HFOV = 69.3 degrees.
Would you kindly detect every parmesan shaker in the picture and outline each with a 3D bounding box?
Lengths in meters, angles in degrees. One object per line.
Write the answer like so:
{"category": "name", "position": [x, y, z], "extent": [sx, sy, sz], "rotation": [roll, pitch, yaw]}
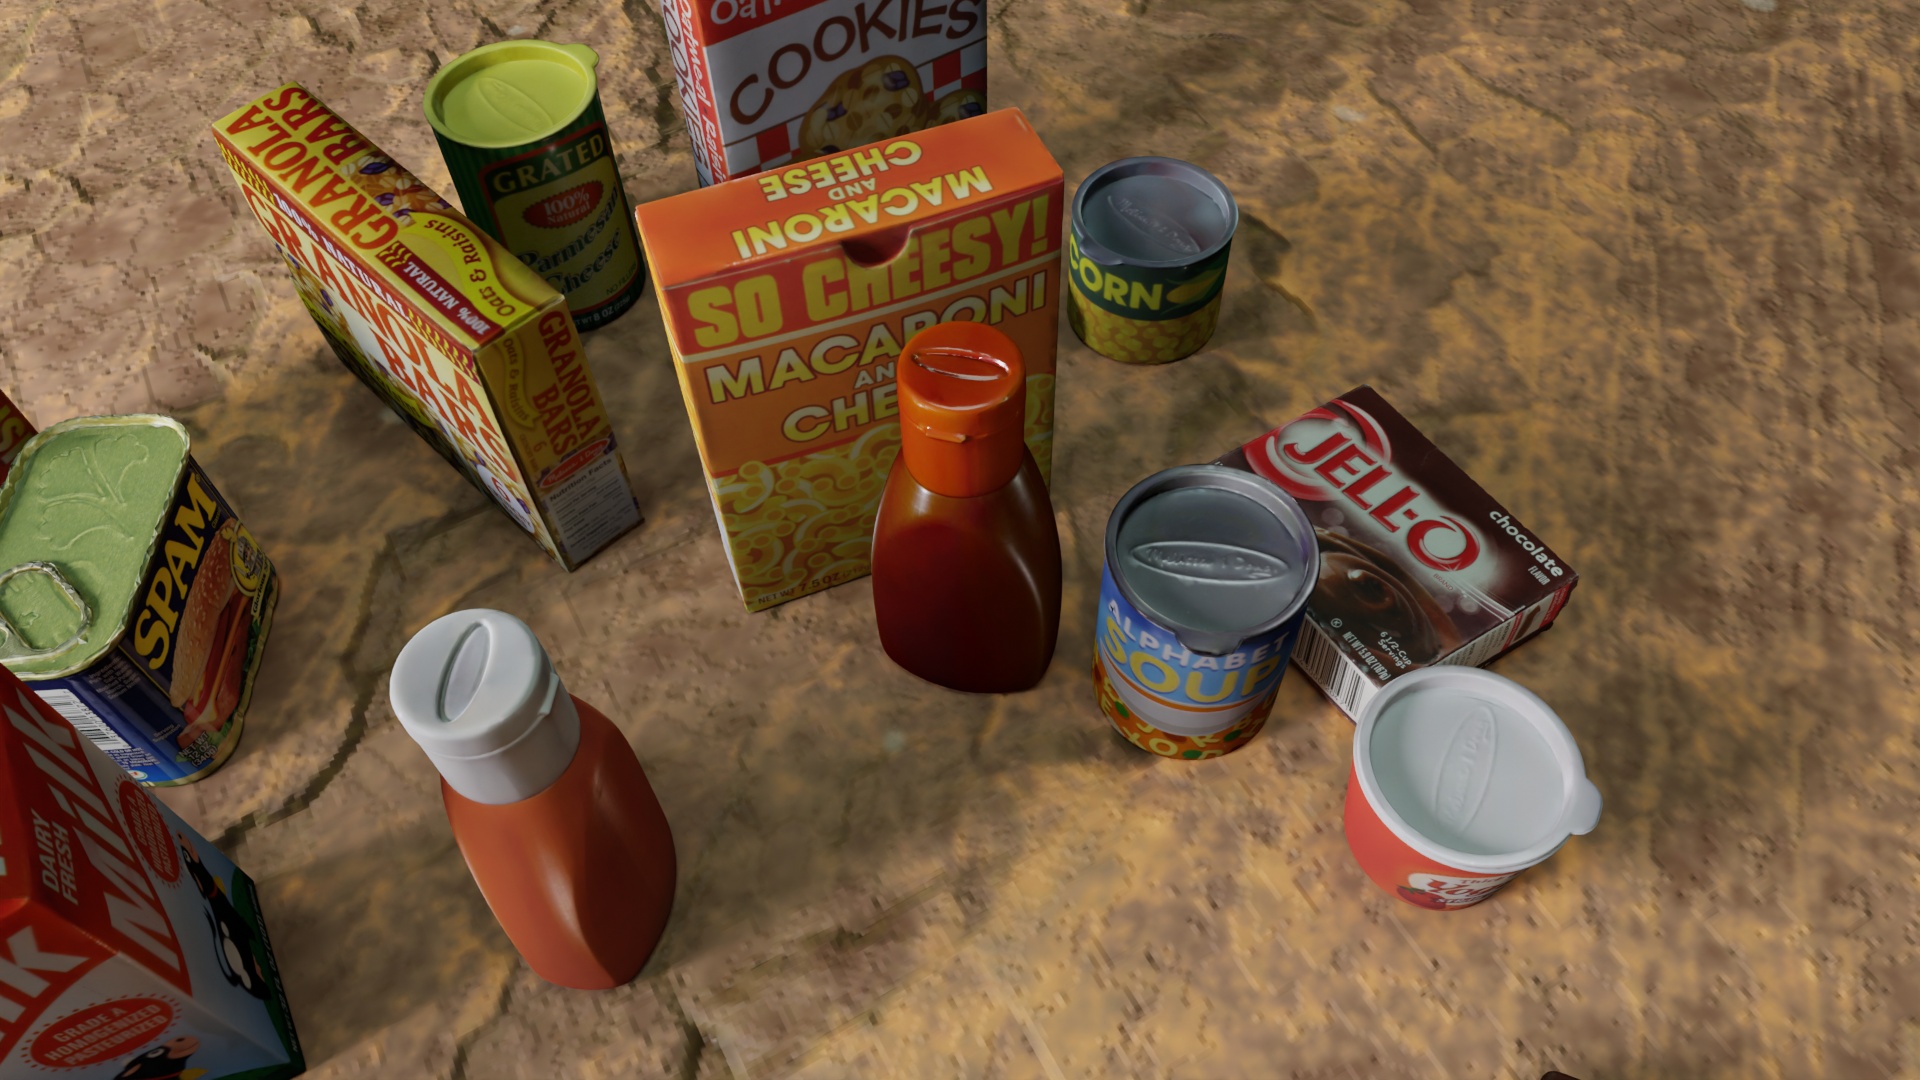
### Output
{"category": "parmesan shaker", "position": [-0.170, -0.145, 0.577], "extent": [0.071, 0.102, 0.071], "rotation": [-1, 54, 1]}

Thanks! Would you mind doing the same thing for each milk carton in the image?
{"category": "milk carton", "position": [-0.246, 0.097, 0.350], "extent": [0.073, 0.189, 0.072], "rotation": [-25, 58, -16]}

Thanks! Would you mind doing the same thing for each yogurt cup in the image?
{"category": "yogurt cup", "position": [0.153, 0.081, 0.436], "extent": [0.072, 0.053, 0.073], "rotation": [-1, 54, 1]}

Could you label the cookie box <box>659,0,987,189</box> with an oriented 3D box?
{"category": "cookie box", "position": [-0.050, -0.183, 0.563], "extent": [0.123, 0.166, 0.040], "rotation": [-29, 59, -18]}

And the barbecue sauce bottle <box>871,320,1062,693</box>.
{"category": "barbecue sauce bottle", "position": [0.002, -0.006, 0.444], "extent": [0.065, 0.147, 0.044], "rotation": [11, 55, 10]}

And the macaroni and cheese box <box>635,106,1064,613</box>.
{"category": "macaroni and cheese box", "position": [-0.029, -0.053, 0.468], "extent": [0.124, 0.165, 0.040], "rotation": [-19, 56, -12]}

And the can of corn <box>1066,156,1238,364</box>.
{"category": "can of corn", "position": [0.076, -0.114, 0.577], "extent": [0.071, 0.058, 0.071], "rotation": [-1, 54, 1]}

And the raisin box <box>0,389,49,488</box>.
{"category": "raisin box", "position": [-0.355, -0.030, 0.486], "extent": [0.086, 0.122, 0.040], "rotation": [24, 58, 18]}

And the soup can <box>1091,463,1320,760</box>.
{"category": "soup can", "position": [0.077, 0.028, 0.458], "extent": [0.071, 0.083, 0.072], "rotation": [-1, 54, 1]}

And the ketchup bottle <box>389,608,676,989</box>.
{"category": "ketchup bottle", "position": [-0.115, 0.073, 0.390], "extent": [0.043, 0.148, 0.065], "rotation": [3, 55, 4]}

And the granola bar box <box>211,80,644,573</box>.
{"category": "granola bar box", "position": [-0.196, -0.077, 0.515], "extent": [0.166, 0.123, 0.039], "rotation": [37, 63, 25]}
